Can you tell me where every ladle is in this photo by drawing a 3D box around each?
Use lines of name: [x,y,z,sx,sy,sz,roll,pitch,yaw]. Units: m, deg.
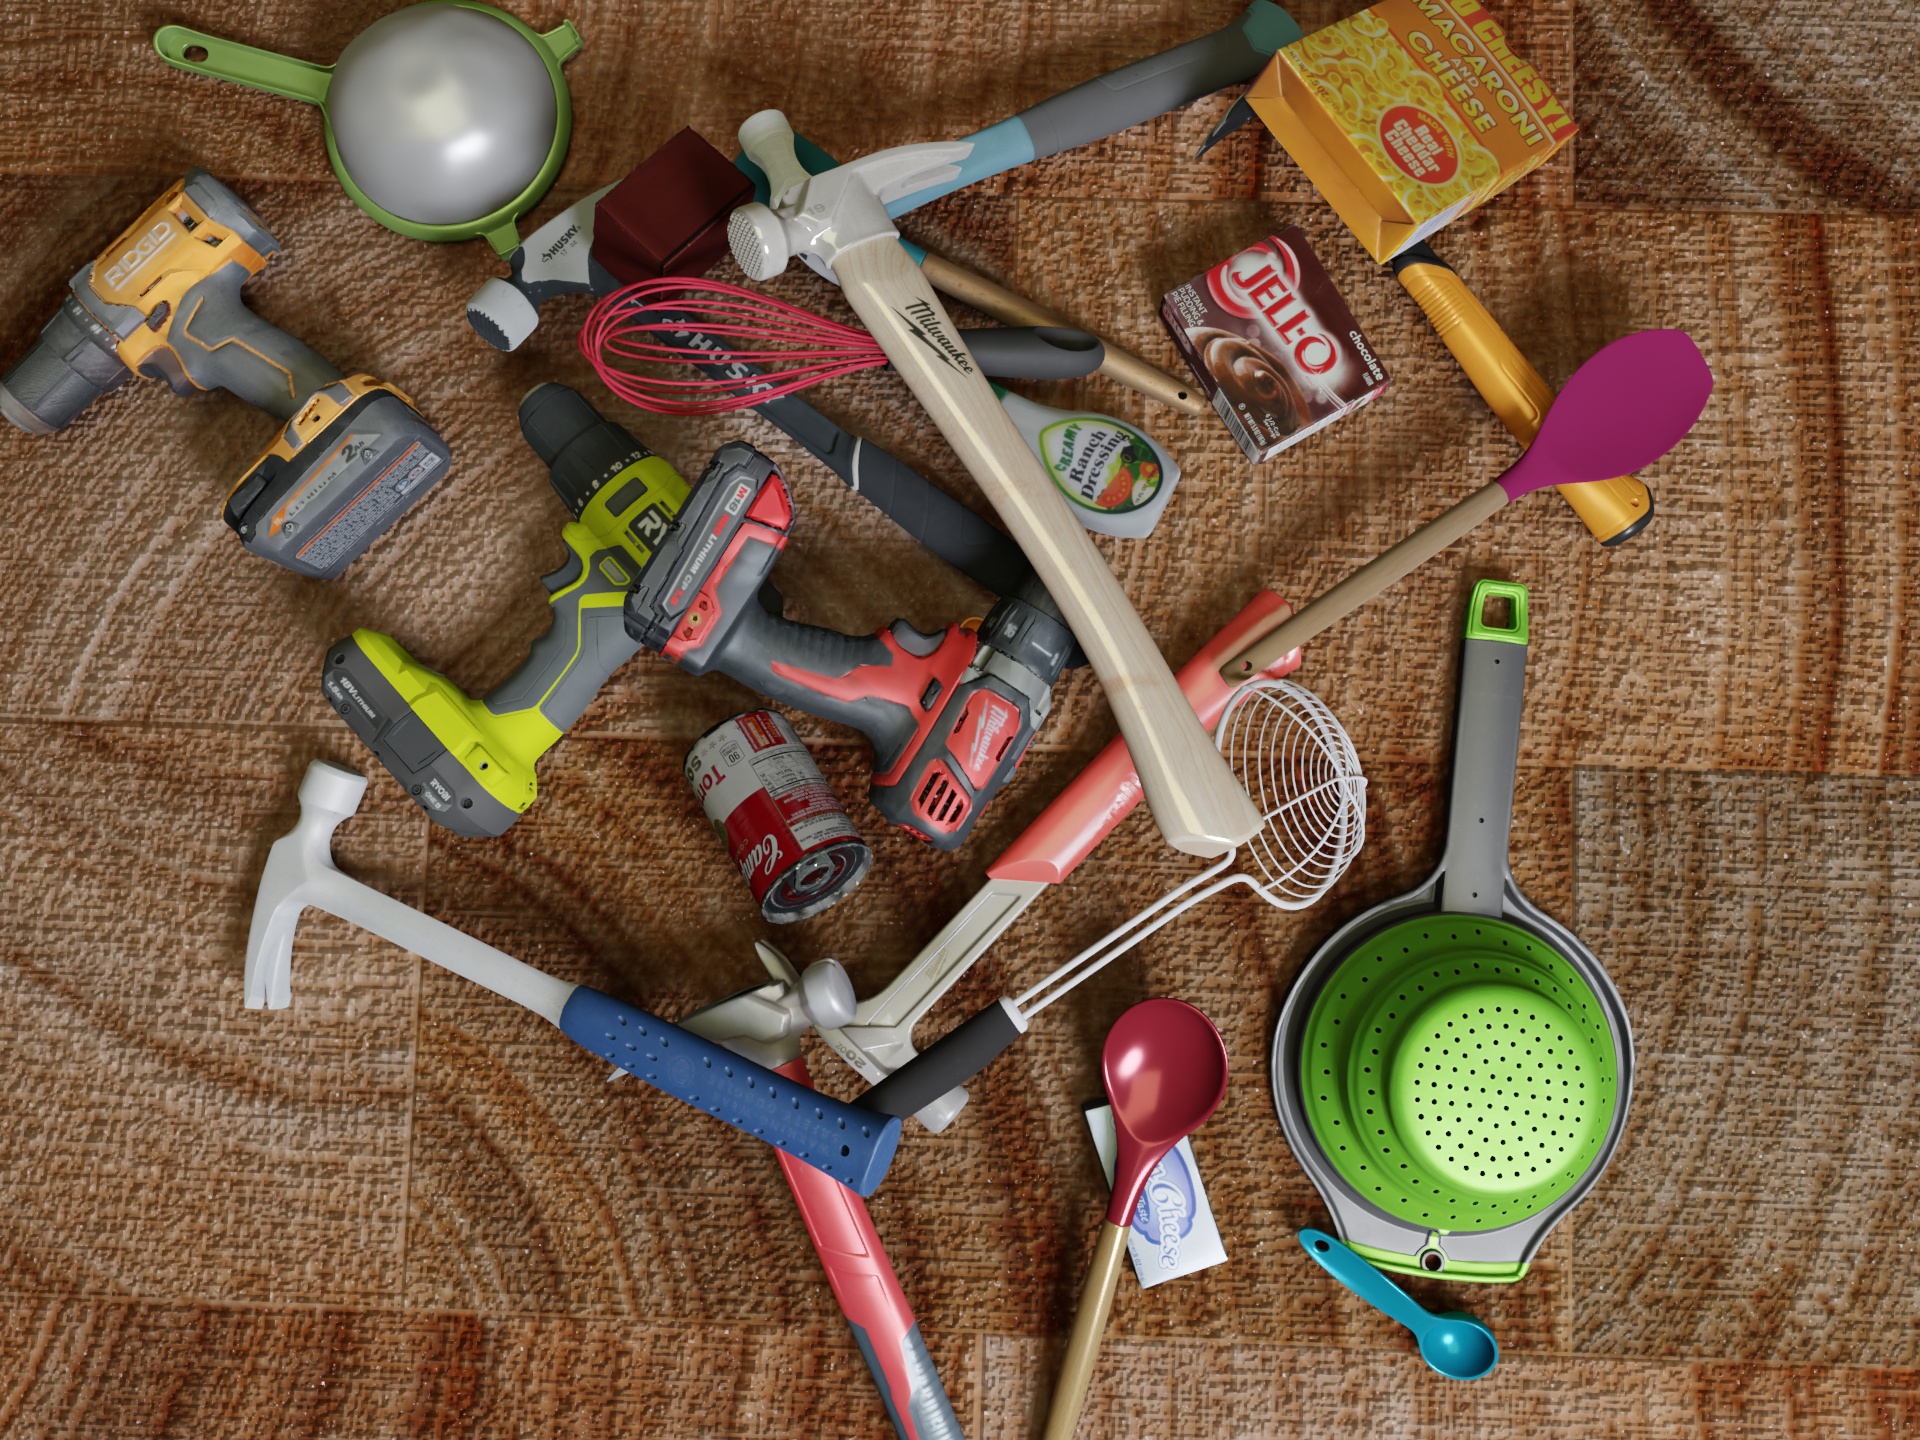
ladle: [0.081,0.299,0.872,0.069,0.031,0.315,17,97,17]

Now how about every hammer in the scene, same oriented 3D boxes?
hammer: [0.277,-0.235,0.912,0.127,0.034,0.337,-38,89,-29]
hammer: [0.043,-0.117,0.830,0.146,0.038,0.411,-29,85,-25]
hammer: [-0.073,-0.163,0.915,0.409,0.036,0.149,36,69,-1]
hammer: [-0.059,0.333,0.876,0.143,0.038,0.386,-23,90,10]
hammer: [0.048,-0.343,0.920,0.331,0.033,0.128,-25,86,-9]
hammer: [-0.220,0.156,0.855,0.406,0.035,0.144,21,88,19]
hammer: [0.054,0.057,0.909,0.149,0.036,0.359,44,88,4]

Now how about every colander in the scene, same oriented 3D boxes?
colander: [0.287,0.114,0.869,0.204,0.094,0.397,7,86,2]

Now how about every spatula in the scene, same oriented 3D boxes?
spatula: [0.001,-0.257,0.943,0.317,0.044,0.082,27,88,-2]

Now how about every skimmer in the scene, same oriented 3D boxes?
skimmer: [0.072,0.113,0.867,0.363,0.090,0.127,-34,110,-3]

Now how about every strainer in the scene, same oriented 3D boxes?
strainer: [-0.361,-0.379,0.935,0.256,0.069,0.151,15,86,1]

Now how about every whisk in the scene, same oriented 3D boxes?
whisk: [-0.060,-0.204,0.876,0.295,0.073,0.073,-3,85,-16]

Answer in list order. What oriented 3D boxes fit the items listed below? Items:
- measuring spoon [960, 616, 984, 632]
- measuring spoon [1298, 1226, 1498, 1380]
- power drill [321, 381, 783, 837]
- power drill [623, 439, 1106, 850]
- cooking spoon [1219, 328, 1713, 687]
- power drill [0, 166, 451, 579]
measuring spoon: [-0.001,-0.003,0.929,0.021,0.011,0.117,12,89,1]
measuring spoon: [0.243,0.318,0.887,0.128,0.021,0.042,37,118,3]
power drill: [-0.242,-0.063,0.905,0.228,0.080,0.190,-42,87,-5]
power drill: [-0.046,-0.061,0.853,0.226,0.080,0.188,32,85,-10]
cooking spoon: [0.278,-0.113,0.883,0.319,0.017,0.068,-34,97,1]
power drill: [-0.432,-0.183,0.918,0.185,0.084,0.226,-44,82,-2]
